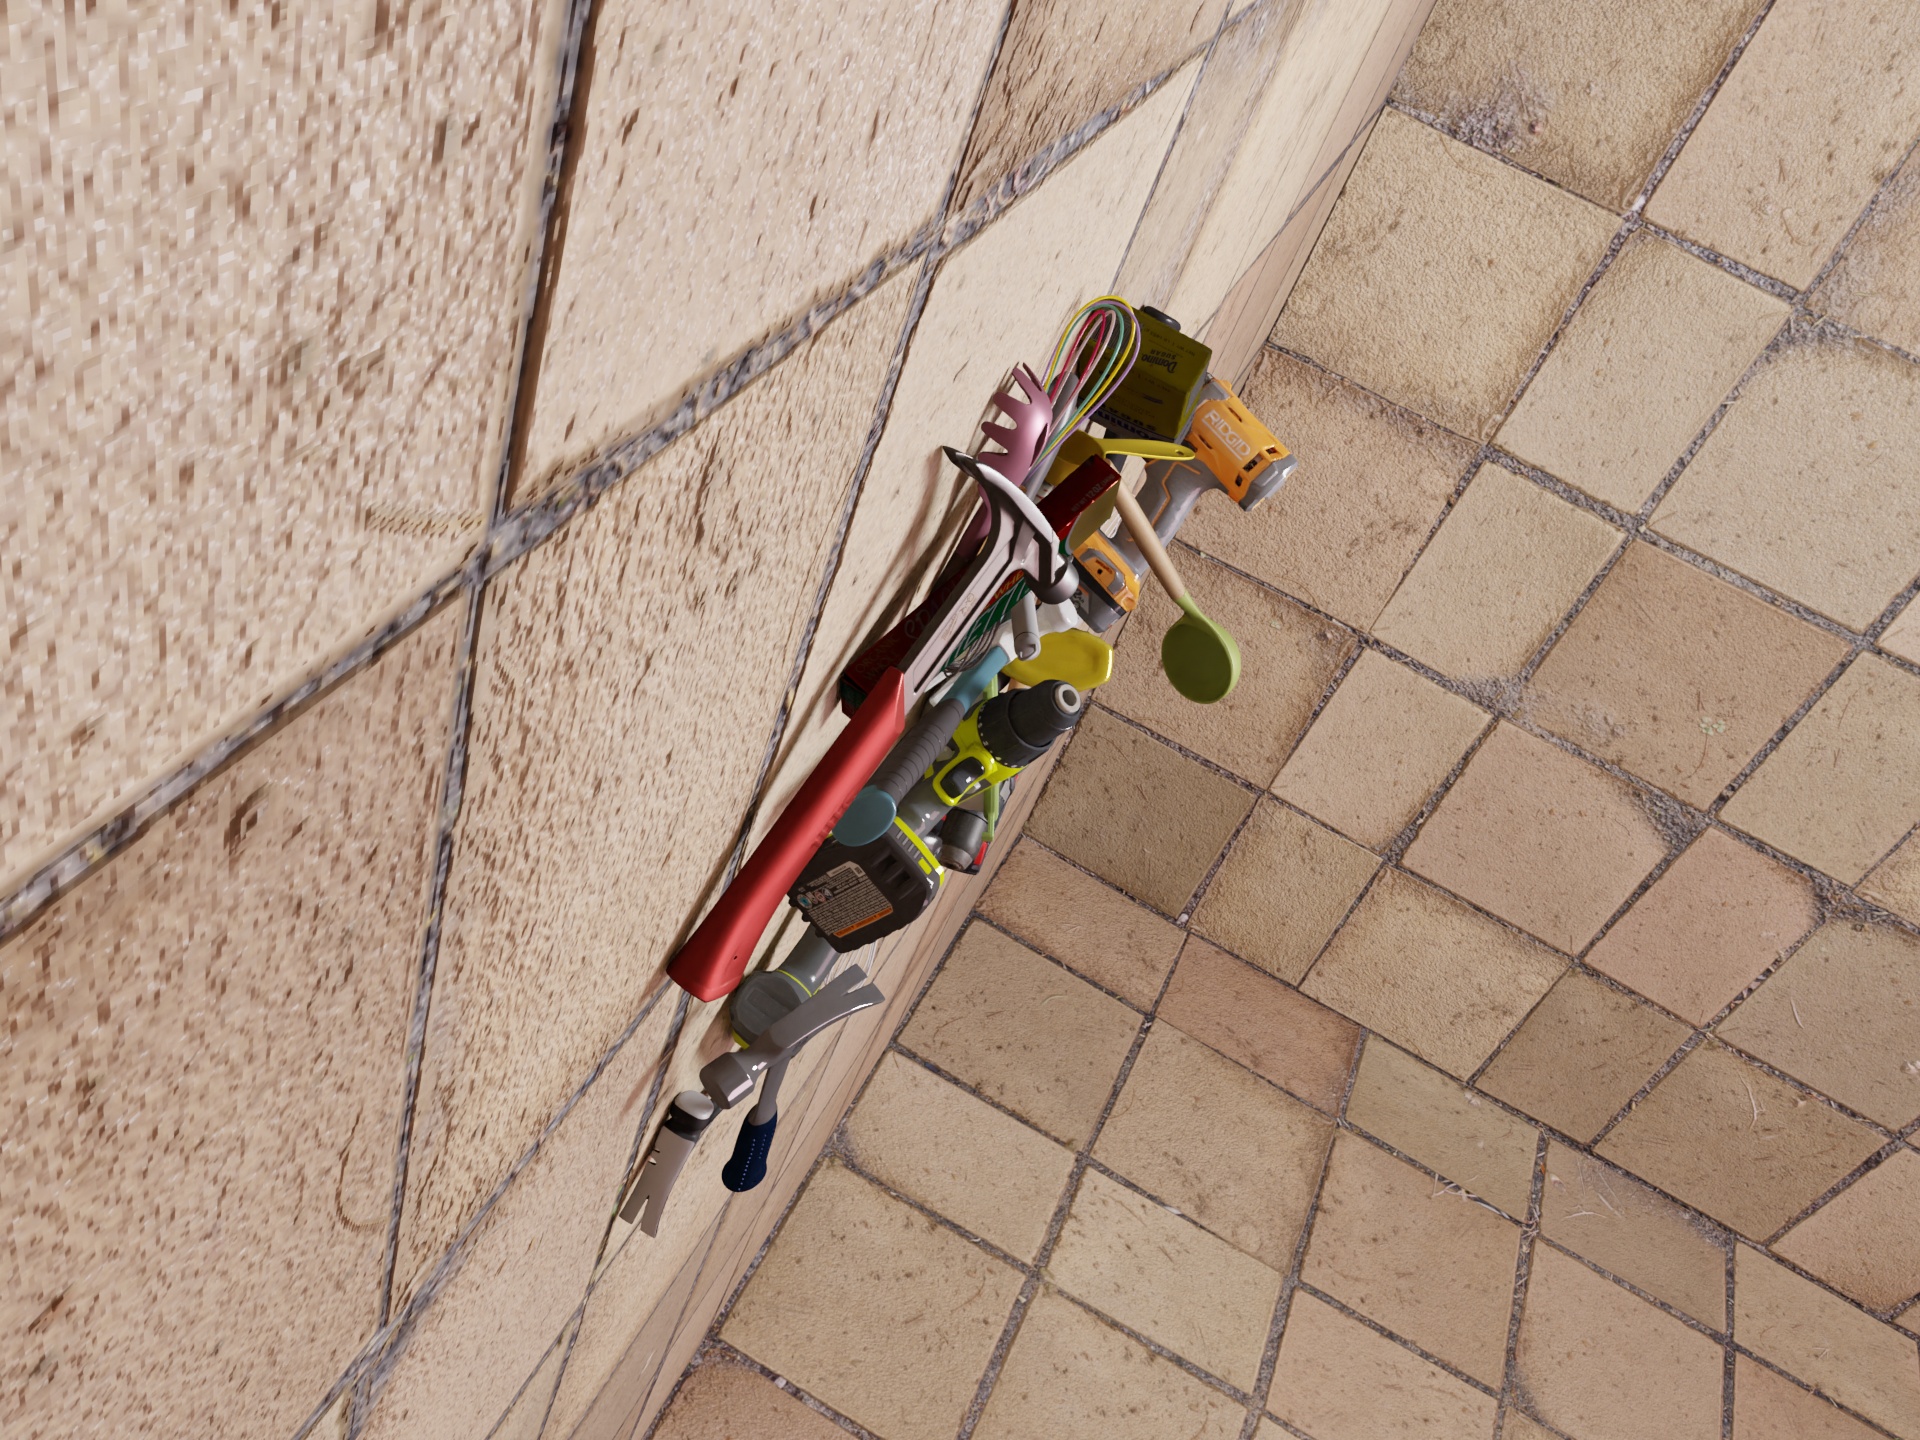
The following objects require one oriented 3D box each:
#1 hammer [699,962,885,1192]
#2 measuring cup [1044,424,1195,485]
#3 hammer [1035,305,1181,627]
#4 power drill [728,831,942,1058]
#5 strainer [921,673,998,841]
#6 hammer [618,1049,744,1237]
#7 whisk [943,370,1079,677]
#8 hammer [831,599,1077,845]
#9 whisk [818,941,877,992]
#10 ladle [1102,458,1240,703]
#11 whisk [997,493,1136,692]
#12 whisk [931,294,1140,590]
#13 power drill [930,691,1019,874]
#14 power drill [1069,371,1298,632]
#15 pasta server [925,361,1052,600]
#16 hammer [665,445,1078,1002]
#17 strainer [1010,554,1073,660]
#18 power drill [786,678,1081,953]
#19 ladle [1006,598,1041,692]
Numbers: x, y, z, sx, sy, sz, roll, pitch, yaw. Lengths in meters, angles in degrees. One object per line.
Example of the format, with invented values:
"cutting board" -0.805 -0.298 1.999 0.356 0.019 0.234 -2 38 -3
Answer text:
"hammer" -0.151 0.307 1.267 0.144 0.035 0.405 -33 163 -27
"measuring cup" 0.118 -0.201 1.229 0.156 0.062 0.029 -4 136 -35
"hammer" 0.130 -0.225 1.474 0.146 0.035 0.334 -22 140 -44
"power drill" -0.109 0.183 1.325 0.223 0.080 0.171 -55 172 -19
"strainer" -0.002 -0.005 1.440 0.256 0.069 0.151 -94 -177 -70
"hammer" -0.196 0.320 1.399 0.127 0.034 0.337 -64 173 17
"whisk" 0.033 -0.142 1.161 0.055 0.055 0.239 -20 134 -80
"hammer" -0.013 -0.001 1.157 0.128 0.033 0.331 -28 -168 29
"whisk" -0.080 0.165 1.596 0.246 0.059 0.057 -64 158 -17
"ladle" 0.162 -0.108 1.294 0.062 0.078 0.319 -54 144 -8
"whisk" 0.105 -0.136 1.692 0.285 0.070 0.070 -54 172 -15
"whisk" 0.046 -0.188 1.113 0.245 0.051 0.047 -58 153 11
"power drill" 0.010 0.090 1.641 0.226 0.080 0.188 114 -1 -66
"power drill" 0.148 -0.209 1.367 0.226 0.185 0.084 -43 176 8
"pasta server" -0.015 -0.095 1.079 0.316 0.040 0.060 -60 175 30
"hammer" -0.064 0.012 0.963 0.359 0.037 0.149 -54 142 -5
"strainer" 0.047 -0.099 1.223 0.259 0.087 0.050 -91 162 -65
"power drill" -0.016 0.060 1.191 0.190 0.080 0.228 -31 -168 48
"ladle" 0.086 -0.118 1.599 0.069 0.031 0.315 -28 143 -50
